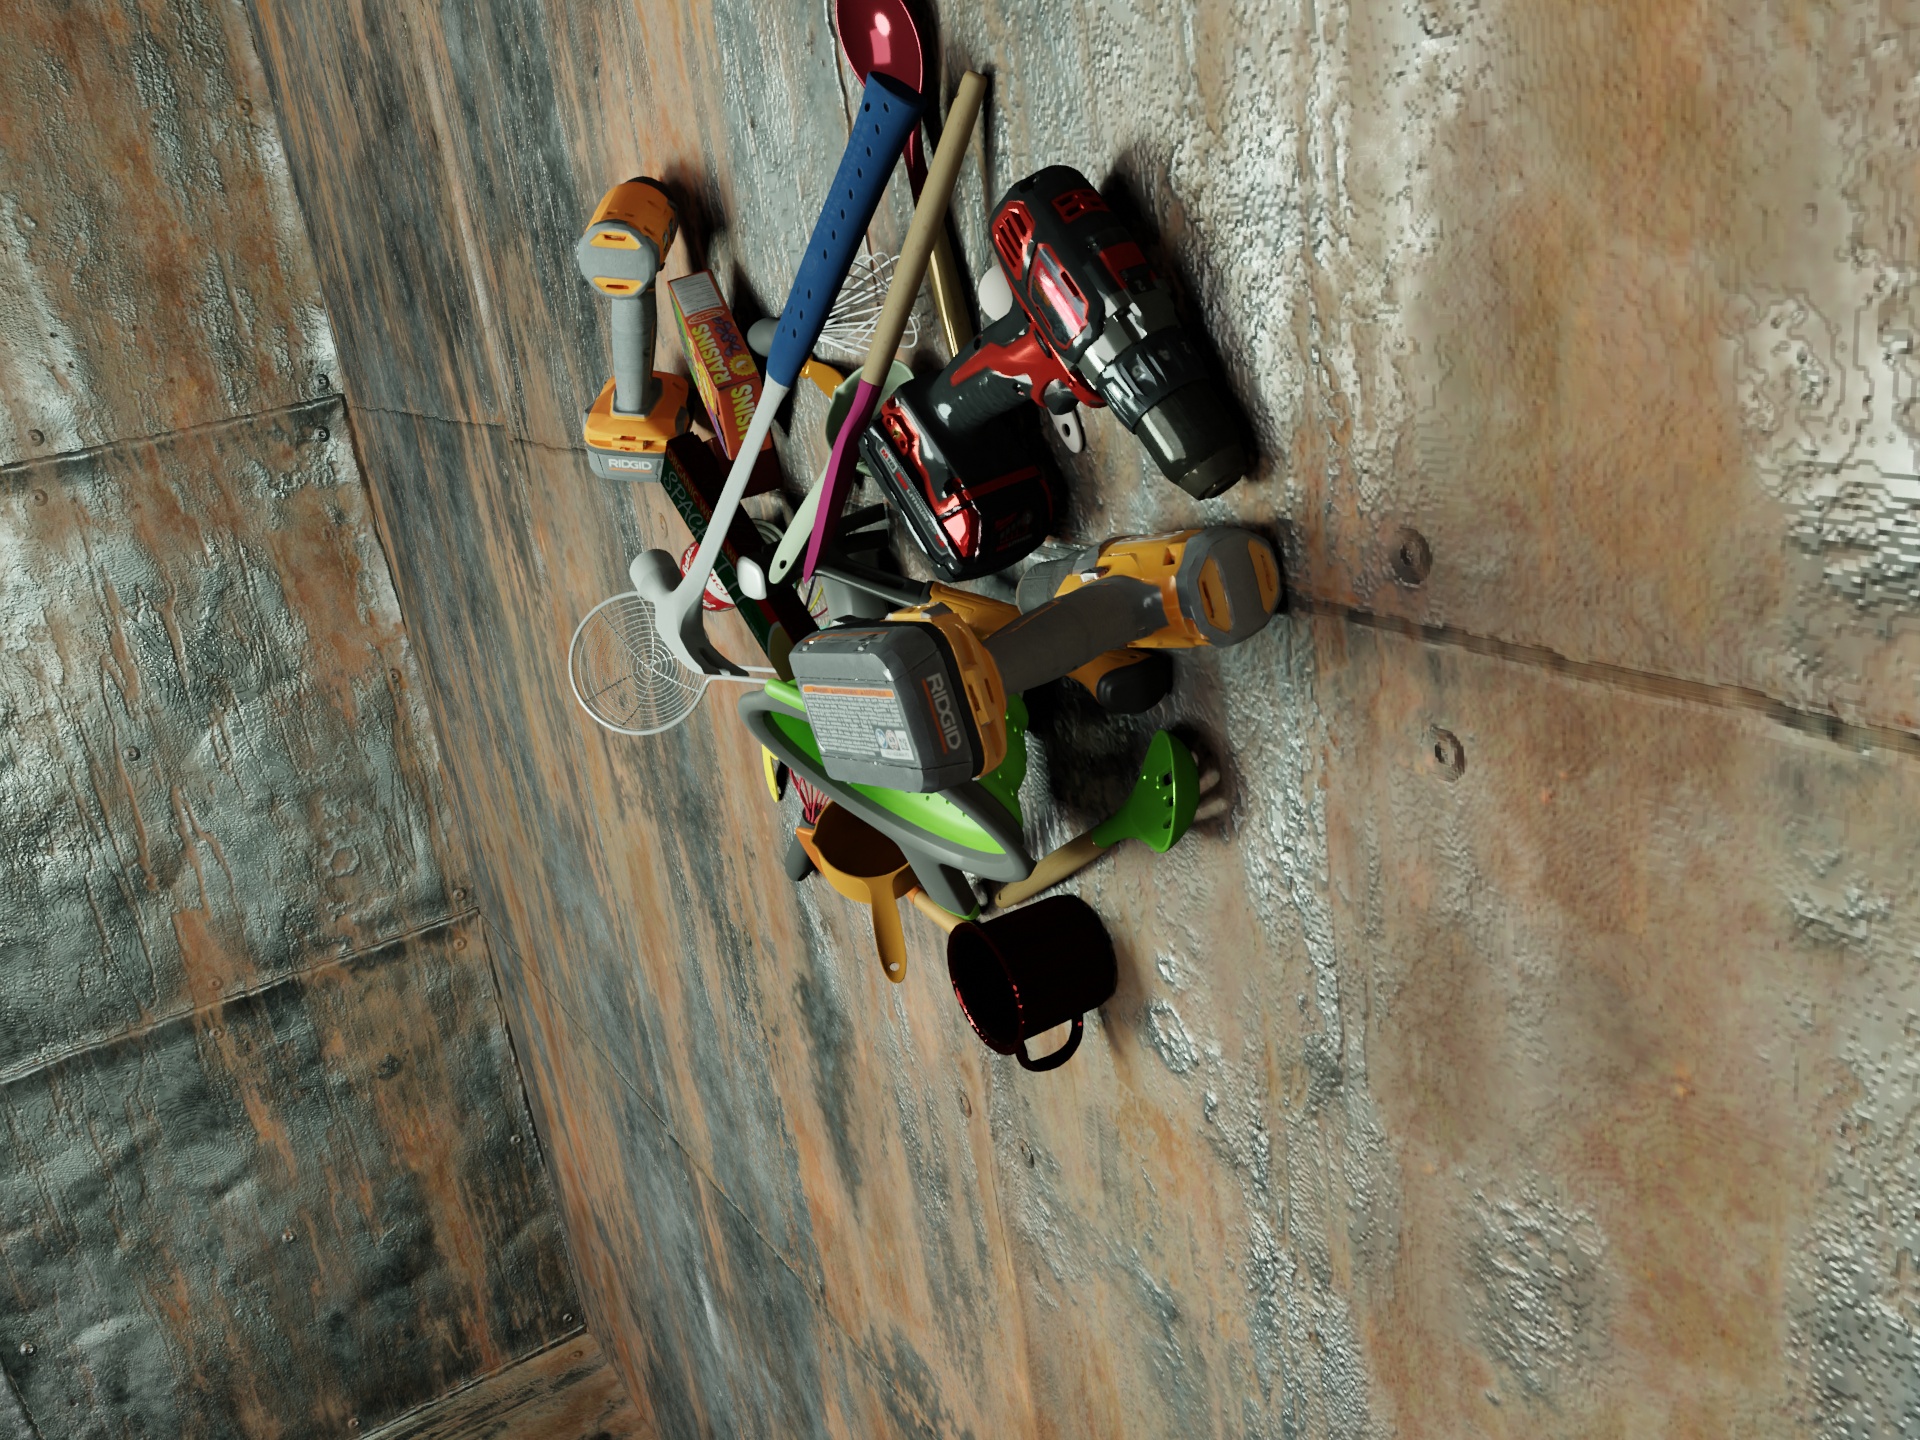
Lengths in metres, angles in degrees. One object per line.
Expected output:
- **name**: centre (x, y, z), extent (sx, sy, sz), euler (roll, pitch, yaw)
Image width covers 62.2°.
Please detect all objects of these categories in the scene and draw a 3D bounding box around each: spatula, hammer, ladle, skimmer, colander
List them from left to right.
- **skimmer**: centre (-0.189, -0.041, 1.299), extent (0.363, 0.090, 0.127), euler (6, 86, 46)
- **hammer**: centre (-0.116, -0.206, 1.011), extent (0.144, 0.035, 0.405), euler (56, 130, 38)
- **spatula**: centre (-0.024, 0.156, 1.243), extent (0.323, 0.041, 0.080), euler (29, 155, 51)
- **ladle**: centre (-0.015, -0.294, 0.971), extent (0.069, 0.031, 0.315), euler (1, 109, 53)
- **colander**: centre (-0.013, 0.039, 1.042), extent (0.204, 0.094, 0.396), euler (26, 164, 19)
- **hammer**: centre (0.003, -0.073, 1.018), extent (0.337, 0.127, 0.034), euler (24, 130, 43)

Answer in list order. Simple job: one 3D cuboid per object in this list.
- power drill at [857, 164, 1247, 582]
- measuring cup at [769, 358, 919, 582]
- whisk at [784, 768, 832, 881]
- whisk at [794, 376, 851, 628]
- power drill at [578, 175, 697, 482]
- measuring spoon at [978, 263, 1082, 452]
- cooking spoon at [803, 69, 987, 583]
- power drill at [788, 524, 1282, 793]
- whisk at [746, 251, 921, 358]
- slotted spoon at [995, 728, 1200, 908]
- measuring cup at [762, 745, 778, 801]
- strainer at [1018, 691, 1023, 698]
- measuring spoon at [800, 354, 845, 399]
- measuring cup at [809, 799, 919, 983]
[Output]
- **power drill**: centre (0.049, -0.162, 0.871), extent (0.188, 0.080, 0.226), euler (58, 145, 9)
- **measuring cup**: centre (-0.072, -0.158, 1.053), extent (0.083, 0.038, 0.167), euler (38, 99, 40)
- **whisk**: centre (-0.123, 0.072, 1.359), extent (0.073, 0.073, 0.295), euler (61, 156, 21)
- **whisk**: centre (-0.098, -0.155, 1.192), extent (0.051, 0.047, 0.244), euler (56, 146, 29)
- **power drill**: centre (-0.267, -0.333, 1.325), extent (0.164, 0.084, 0.226), euler (-88, 3, -52)
- **measuring spoon**: centre (0.039, -0.210, 0.928), extent (0.124, 0.018, 0.034), euler (66, 152, 10)
- **cooking spoon**: centre (-0.044, -0.227, 0.955), extent (0.069, 0.017, 0.318), euler (-102, 31, -63)
- **power drill**: centre (0.027, -0.042, 0.825), extent (0.185, 0.226, 0.084), euler (5, 115, 59)
- **whisk**: centre (-0.099, -0.277, 1.107), extent (0.285, 0.070, 0.070), euler (14, 119, 64)
- **slotted spoon**: centre (0.081, 0.079, 1.017), extent (0.313, 0.031, 0.070), euler (134, 136, -63)
- **measuring cup**: centre (-0.164, 0.029, 1.455), extent (0.062, 0.029, 0.156), euler (57, 161, 26)
- **strainer**: centre (-0.002, -0.004, 1.108), extent (0.087, 0.050, 0.258), euler (54, 156, 6)
- **measuring spoon**: centre (-0.101, -0.247, 1.145), extent (0.117, 0.011, 0.021), euler (-131, 49, -60)
- **measuring cup**: centre (-0.060, 0.133, 1.211), extent (0.052, 0.095, 0.174), euler (86, 173, -54)
